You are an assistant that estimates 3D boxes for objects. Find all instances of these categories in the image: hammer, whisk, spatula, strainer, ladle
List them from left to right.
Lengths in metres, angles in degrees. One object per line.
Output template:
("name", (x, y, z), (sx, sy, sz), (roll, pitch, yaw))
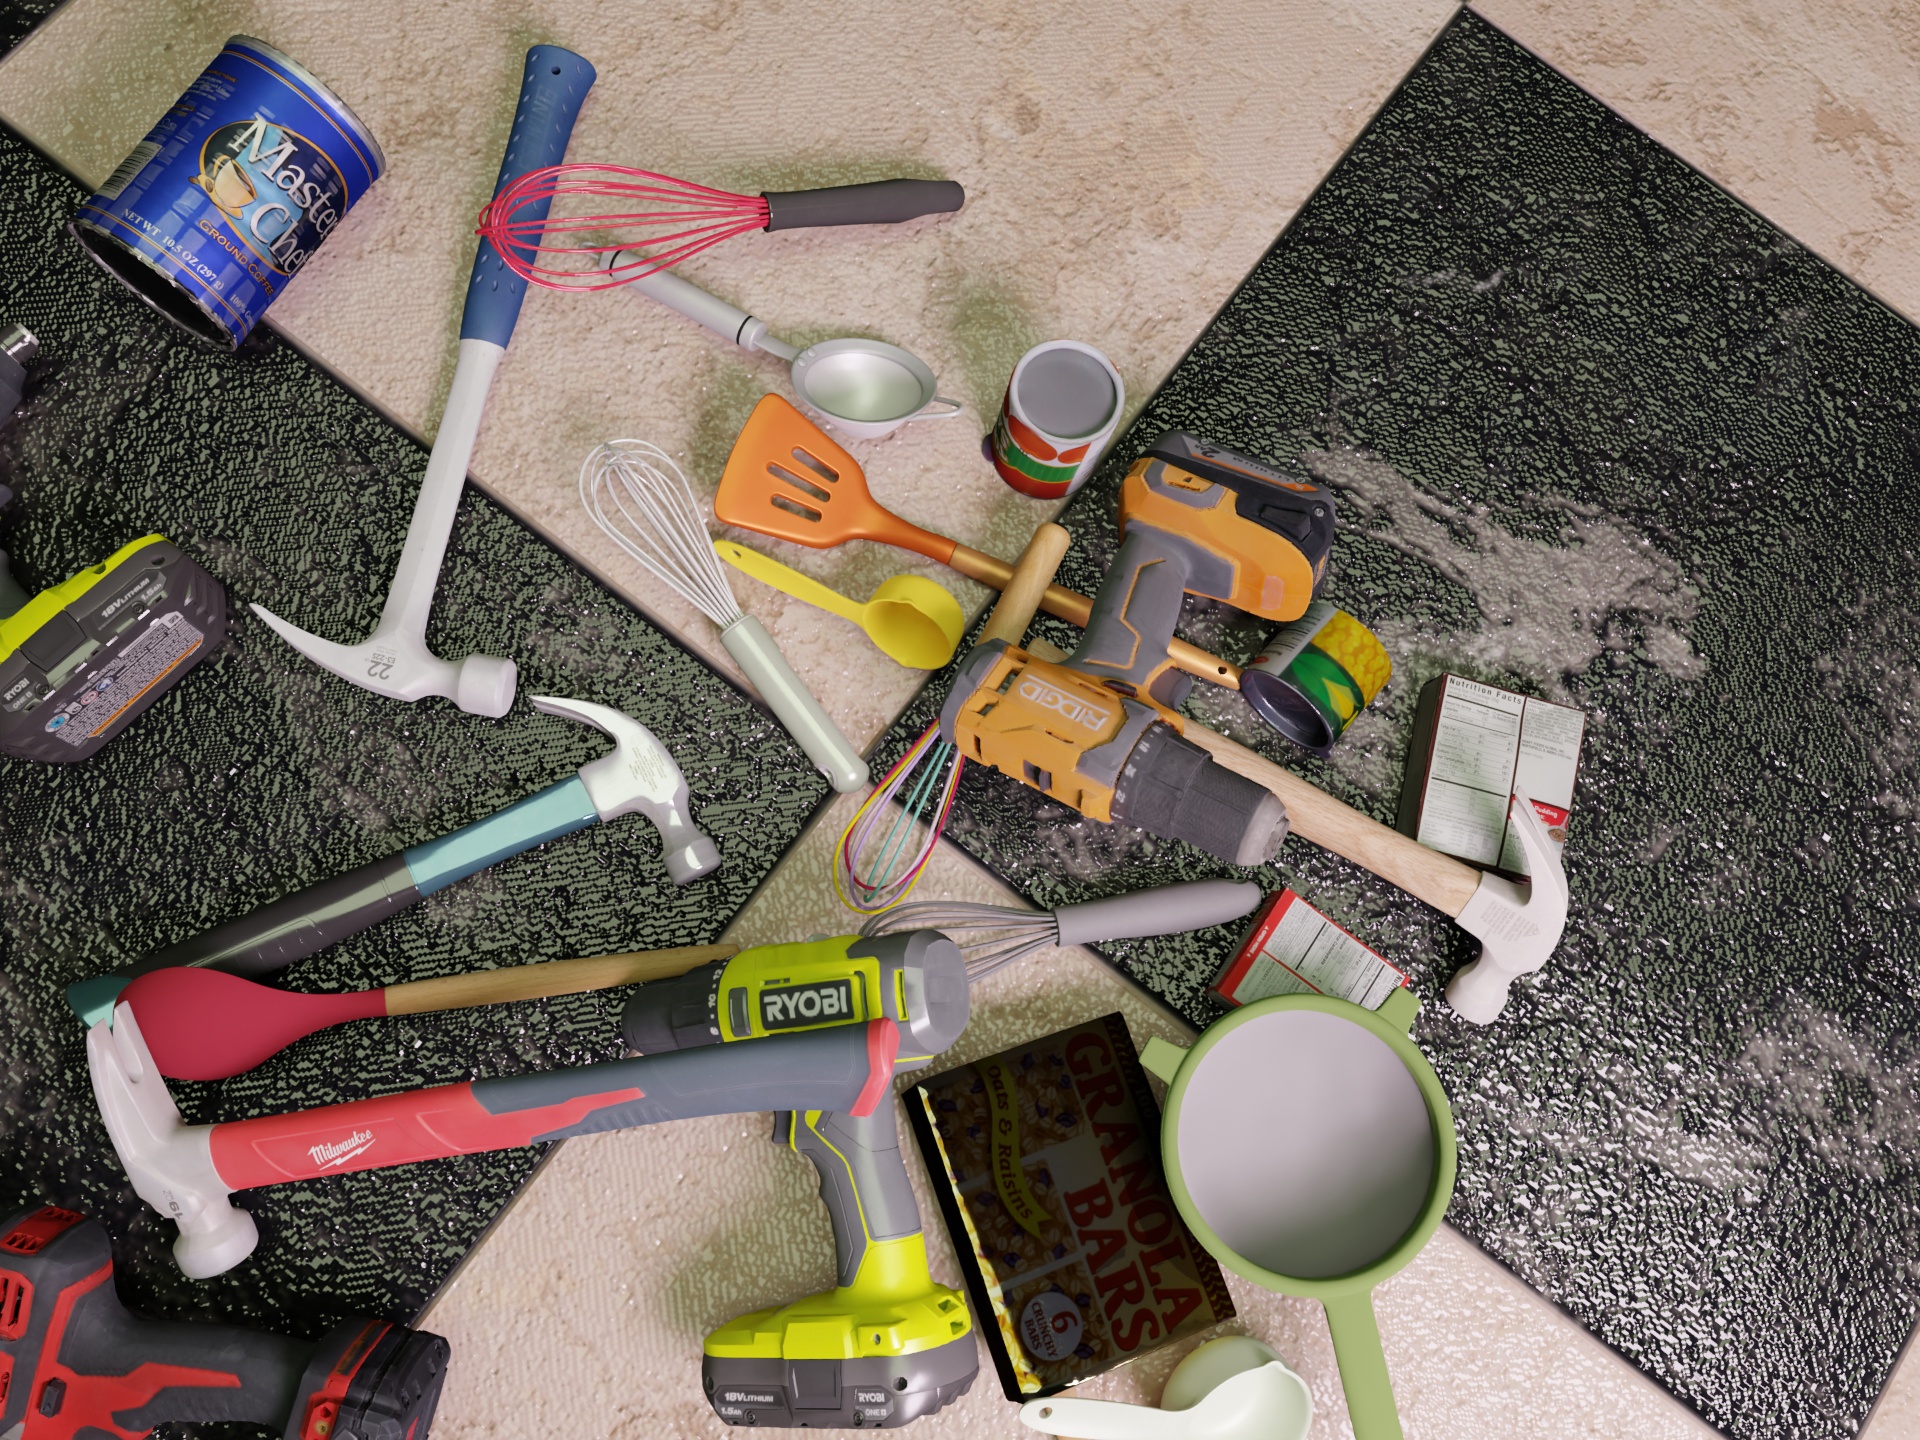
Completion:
("hammer", (-0.305, 0.089, 0.851), (0.331, 0.033, 0.128), (-24, 81, -11))
("ladle", (-0.273, 0.144, 0.832), (0.315, 0.031, 0.069), (-6, 117, -15))
("hammer", (-0.286, -0.209, 0.921), (0.144, 0.035, 0.406), (12, 76, -3))
("hammer", (-0.220, 0.172, 0.752), (0.386, 0.038, 0.143), (-11, 108, 10))
("whisk", (-0.130, -0.059, 0.898), (0.059, 0.058, 0.246), (-37, 88, -21))
("whisk", (-0.133, -0.295, 0.930), (0.295, 0.073, 0.073), (-12, 78, -22))
("strainer", (-0.116, -0.224, 0.941), (0.258, 0.050, 0.087), (29, 47, 8))
("whisk", (-0.003, -0.004, 0.885), (0.047, 0.051, 0.245), (27, 82, 3))
("spatula", (0.018, -0.088, 0.921), (0.322, 0.041, 0.081), (23, 84, -1))
("whisk", (0.054, 0.113, 0.877), (0.239, 0.055, 0.055), (-8, 78, -11))
("hammer", (0.180, 0.041, 0.889), (0.331, 0.130, 0.031), (28, 33, 8))
("strainer", (0.187, 0.271, 0.824), (0.151, 0.069, 0.256), (-11, 78, -4))

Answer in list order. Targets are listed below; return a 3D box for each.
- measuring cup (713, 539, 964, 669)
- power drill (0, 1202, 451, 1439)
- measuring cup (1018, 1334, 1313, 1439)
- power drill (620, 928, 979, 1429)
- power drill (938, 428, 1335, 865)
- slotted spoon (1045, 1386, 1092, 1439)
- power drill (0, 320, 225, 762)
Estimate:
("measuring cup", (-0.069, -0.078, 0.912), (0.156, 0.062, 0.029), (25, 58, 12))
("power drill", (-0.378, 0.347, 0.753), (0.226, 0.080, 0.188), (17, 96, -1))
("measuring cup", (0.099, 0.344, 0.804), (0.167, 0.038, 0.083), (14, 102, -22))
("power drill", (-0.082, 0.225, 0.800), (0.190, 0.080, 0.228), (-11, 80, 25))
("power drill", (0.122, -0.036, 0.845), (0.185, 0.084, 0.226), (26, 61, 20))
("slotted spoon", (0.052, 0.360, 0.829), (0.070, 0.031, 0.314), (-18, 78, -12))
("power drill", (-0.515, -0.101, 0.853), (0.223, 0.080, 0.171), (42, 77, 8))
